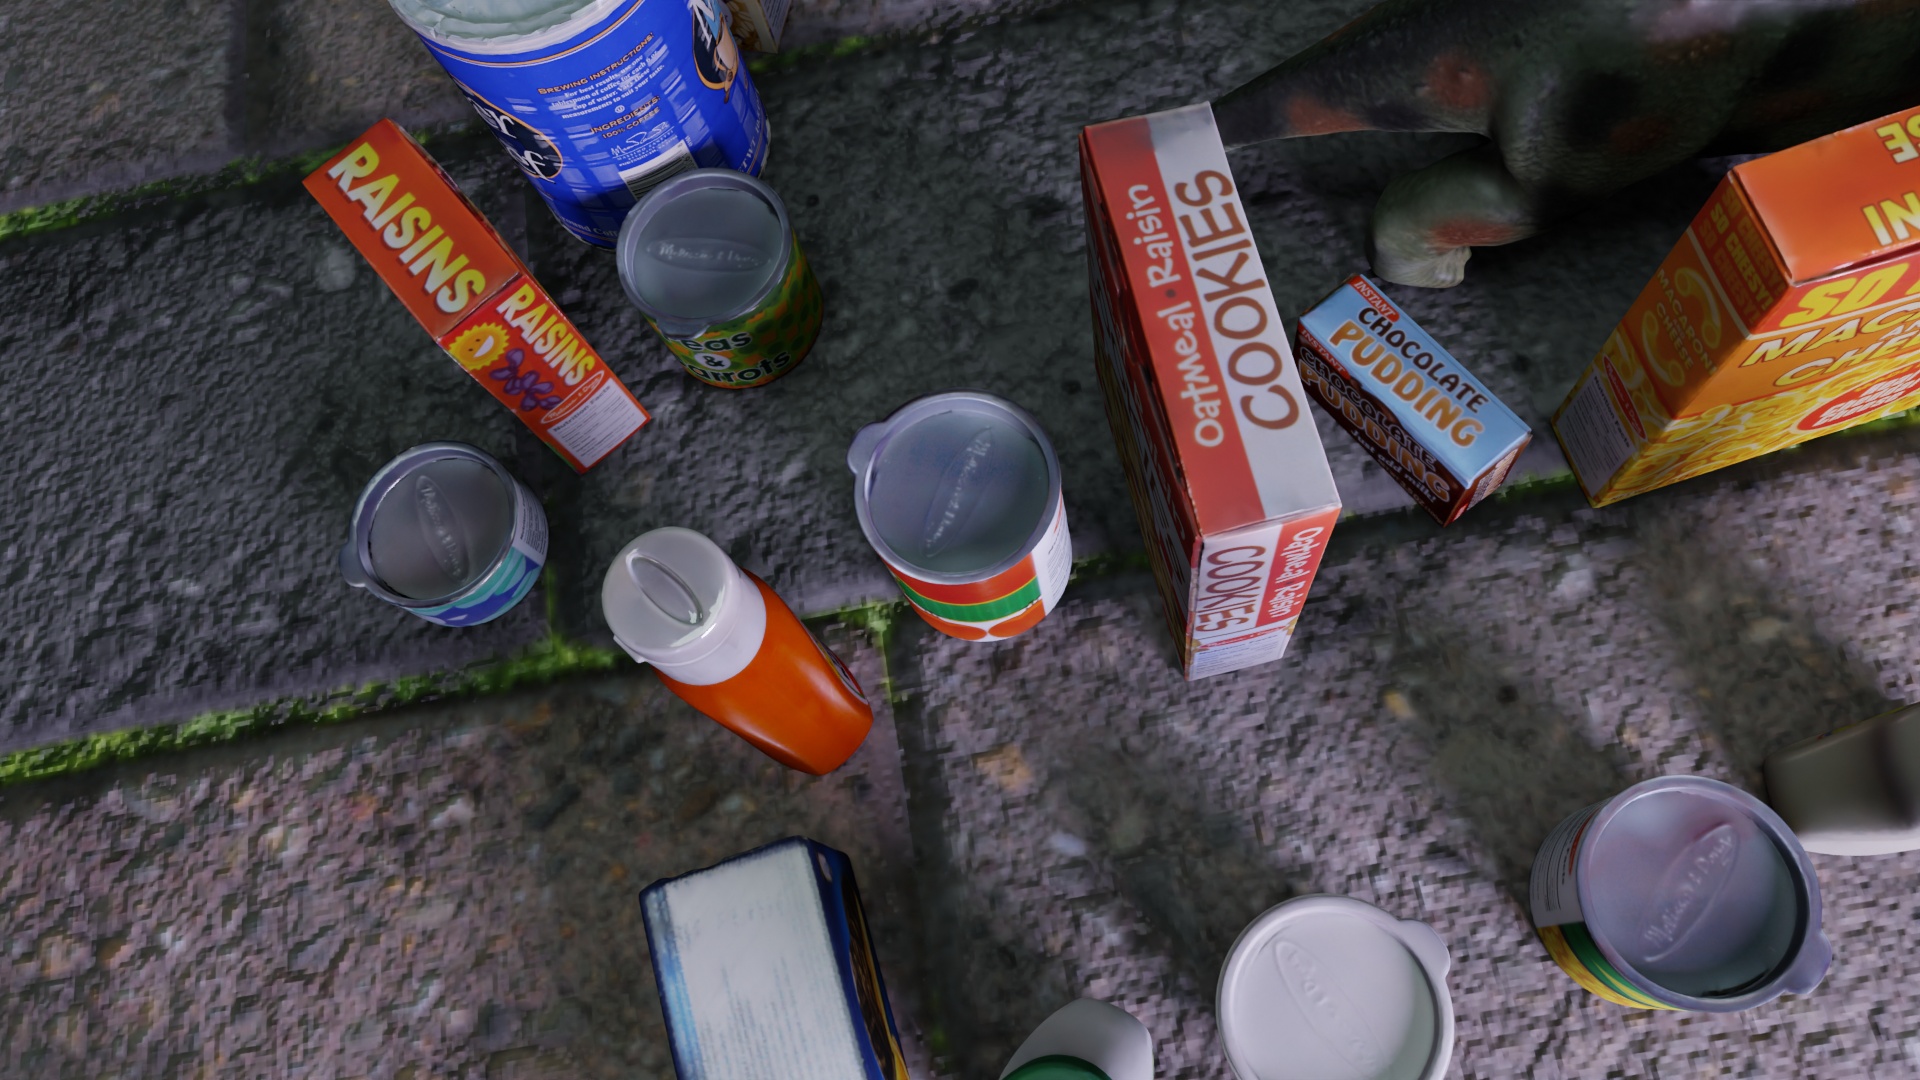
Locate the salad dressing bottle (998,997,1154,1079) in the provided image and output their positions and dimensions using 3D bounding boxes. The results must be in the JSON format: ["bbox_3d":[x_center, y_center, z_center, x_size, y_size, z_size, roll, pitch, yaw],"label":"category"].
[{"bbox_3d":[0.030,0.160,0.384,0.044,0.147,0.064,23,77,14],"label":"salad dressing bottle"}]

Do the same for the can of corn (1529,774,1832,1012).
[{"bbox_3d":[0.217,0.110,0.424,0.071,0.058,0.071,-2,72,7],"label":"can of corn"}]

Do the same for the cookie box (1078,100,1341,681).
[{"bbox_3d":[0.072,-0.035,0.433,0.040,0.167,0.123,-14,71,3],"label":"cookie box"}]

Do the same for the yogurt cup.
[{"bbox_3d":[0.112,0.145,0.428,0.072,0.053,0.072,-2,72,7],"label":"yogurt cup"}]

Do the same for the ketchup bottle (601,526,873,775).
[{"bbox_3d":[-0.069,0.036,0.438,0.065,0.148,0.043,40,81,17],"label":"ketchup bottle"}]

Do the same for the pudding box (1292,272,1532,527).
[{"bbox_3d":[0.156,-0.049,0.489,0.030,0.049,0.084,-38,71,-5],"label":"pudding box"}]

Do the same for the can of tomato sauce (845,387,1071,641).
[{"bbox_3d":[0.002,-0.006,0.477,0.071,0.083,0.071,-2,72,7],"label":"can of tomato sauce"}]

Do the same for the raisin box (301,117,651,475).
[{"bbox_3d":[-0.170,-0.084,0.504,0.040,0.123,0.086,-41,72,-6],"label":"raisin box"}]

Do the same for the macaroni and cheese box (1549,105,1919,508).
[{"bbox_3d":[0.267,-0.071,0.420,0.124,0.166,0.040,-18,71,1],"label":"macaroni and cheese box"}]

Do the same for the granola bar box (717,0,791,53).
[{"bbox_3d":[-0.161,-0.259,0.560,0.165,0.124,0.039,10,74,11],"label":"granola bar box"}]

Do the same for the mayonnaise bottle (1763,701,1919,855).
[{"bbox_3d":[0.284,0.060,0.384,0.065,0.147,0.041,-9,71,5],"label":"mayonnaise bottle"}]

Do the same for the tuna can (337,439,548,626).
[{"bbox_3d":[-0.195,-0.001,0.528,0.071,0.032,0.071,-2,72,7],"label":"tuna can"}]

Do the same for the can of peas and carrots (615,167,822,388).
[{"bbox_3d":[-0.091,-0.097,0.532,0.071,0.058,0.071,-2,72,7],"label":"can of peas and carrots"}]
